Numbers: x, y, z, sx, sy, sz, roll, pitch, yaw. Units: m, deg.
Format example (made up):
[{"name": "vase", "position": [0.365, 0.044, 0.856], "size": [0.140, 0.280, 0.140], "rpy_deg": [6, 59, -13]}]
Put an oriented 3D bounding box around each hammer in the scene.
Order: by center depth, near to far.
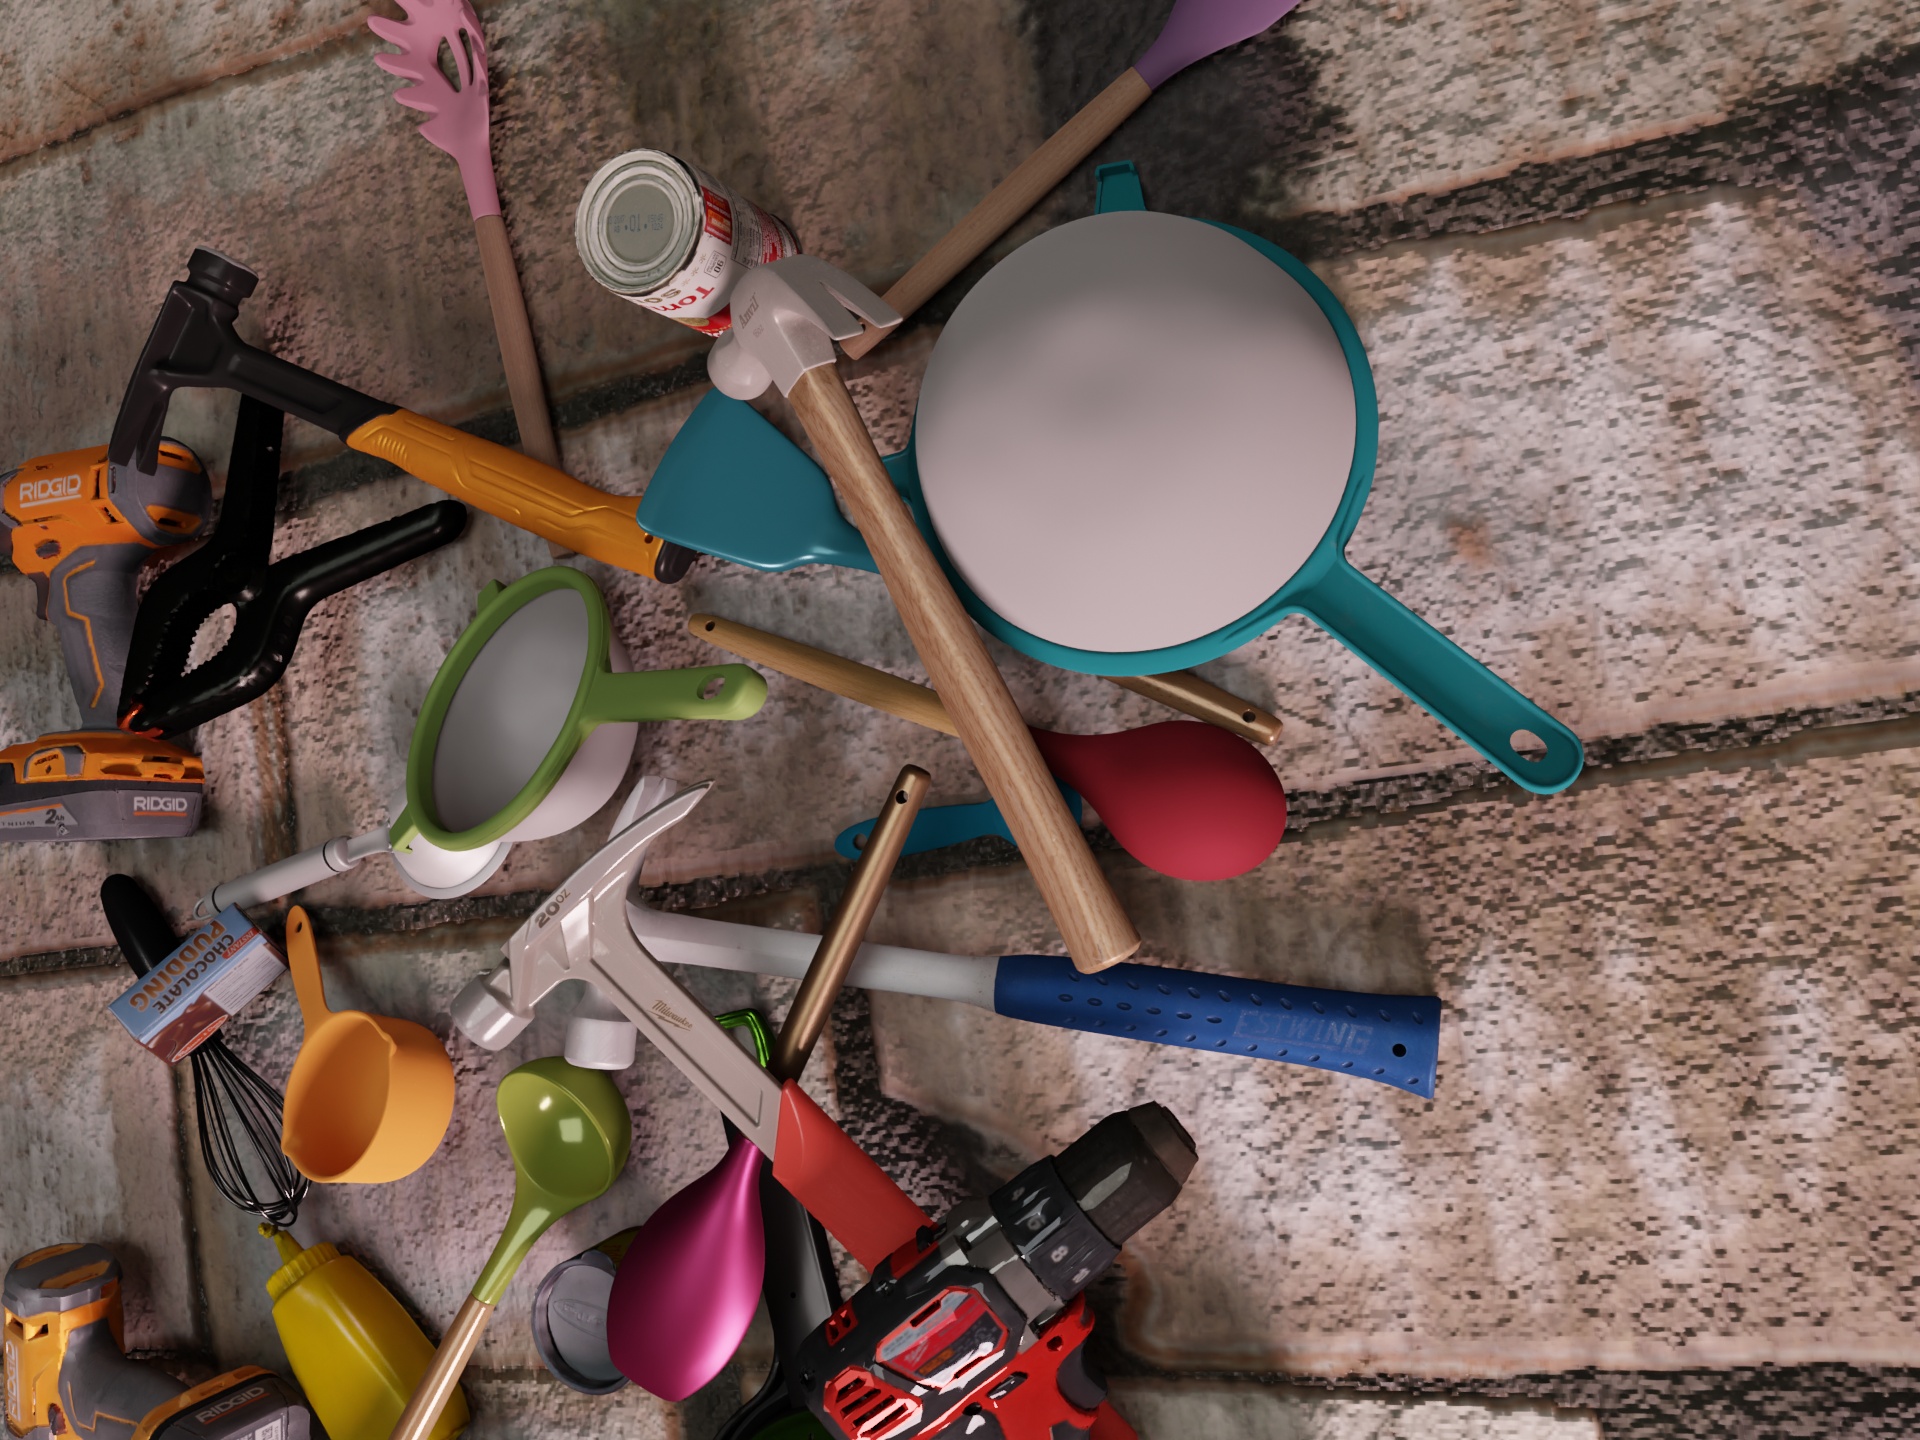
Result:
[{"name": "hammer", "position": [-0.011, -0.046, 0.676], "size": [0.031, 0.130, 0.331], "rpy_deg": [-26, 88, -26]}, {"name": "hammer", "position": [-0.046, 0.197, 0.697], "size": [0.149, 0.037, 0.359], "rpy_deg": [-43, 96, 3]}, {"name": "hammer", "position": [0.008, 0.113, 0.725], "size": [0.405, 0.035, 0.144], "rpy_deg": [5, 86, 17]}, {"name": "hammer", "position": [-0.287, -0.136, 0.821], "size": [0.337, 0.034, 0.127], "rpy_deg": [23, 88, 15]}]

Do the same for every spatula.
[{"name": "spatula", "position": [0.062, -0.275, 0.725], "size": [0.316, 0.018, 0.060], "rpy_deg": [-40, 67, 16]}, {"name": "spatula", "position": [0.001, -0.060, 0.736], "size": [0.317, 0.044, 0.082], "rpy_deg": [25, 78, 18]}]

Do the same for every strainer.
[{"name": "strainer", "position": [0.108, -0.090, 0.643], "size": [0.341, 0.095, 0.211], "rpy_deg": [42, 95, 22]}, {"name": "strainer", "position": [-0.166, 0.001, 0.760], "size": [0.256, 0.069, 0.151], "rpy_deg": [-3, 65, 41]}, {"name": "strainer", "position": [-0.334, 0.072, 0.870], "size": [0.258, 0.050, 0.087], "rpy_deg": [-20, 67, 23]}]

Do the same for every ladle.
[{"name": "ladle", "position": [-0.001, -0.002, 0.737], "size": [0.315, 0.031, 0.069], "rpy_deg": [20, 80, 26]}, {"name": "ladle", "position": [-0.260, 0.316, 0.801], "size": [0.078, 0.062, 0.320], "rpy_deg": [27, 88, 19]}]

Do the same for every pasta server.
[{"name": "pasta server", "position": [-0.247, -0.238, 0.835], "size": [0.060, 0.040, 0.316], "rpy_deg": [-15, 86, 22]}]

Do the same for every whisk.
[{"name": "whisk", "position": [-0.435, 0.184, 0.906], "size": [0.055, 0.055, 0.239], "rpy_deg": [-42, 72, 16]}]

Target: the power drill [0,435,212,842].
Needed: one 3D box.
[{"name": "power drill", "position": [-0.515, -0.044, 0.920], "size": [0.164, 0.084, 0.226], "rpy_deg": [-4, 85, 22]}]

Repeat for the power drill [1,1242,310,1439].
[{"name": "power drill", "position": [-0.460, 0.416, 0.887], "size": [0.226, 0.084, 0.185], "rpy_deg": [12, 103, 34]}]

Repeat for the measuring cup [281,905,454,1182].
[{"name": "measuring cup", "position": [-0.329, 0.172, 0.869], "size": [0.095, 0.052, 0.174], "rpy_deg": [-44, 52, 15]}]

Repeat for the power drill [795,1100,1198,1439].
[{"name": "power drill", "position": [0.068, 0.286, 0.657], "size": [0.188, 0.080, 0.226], "rpy_deg": [-39, 93, 1]}]

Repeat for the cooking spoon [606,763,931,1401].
[{"name": "cooking spoon", "position": [-0.084, 0.165, 0.720], "size": [0.069, 0.017, 0.319], "rpy_deg": [26, 96, 14]}]

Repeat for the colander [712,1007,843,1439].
[{"name": "colander", "position": [-0.076, 0.336, 0.740], "size": [0.204, 0.094, 0.397], "rpy_deg": [-17, 84, 20]}]

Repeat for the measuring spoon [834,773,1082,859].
[{"name": "measuring spoon", "position": [-0.006, 0.050, 0.750], "size": [0.128, 0.021, 0.042], "rpy_deg": [-12, 86, 21]}]
